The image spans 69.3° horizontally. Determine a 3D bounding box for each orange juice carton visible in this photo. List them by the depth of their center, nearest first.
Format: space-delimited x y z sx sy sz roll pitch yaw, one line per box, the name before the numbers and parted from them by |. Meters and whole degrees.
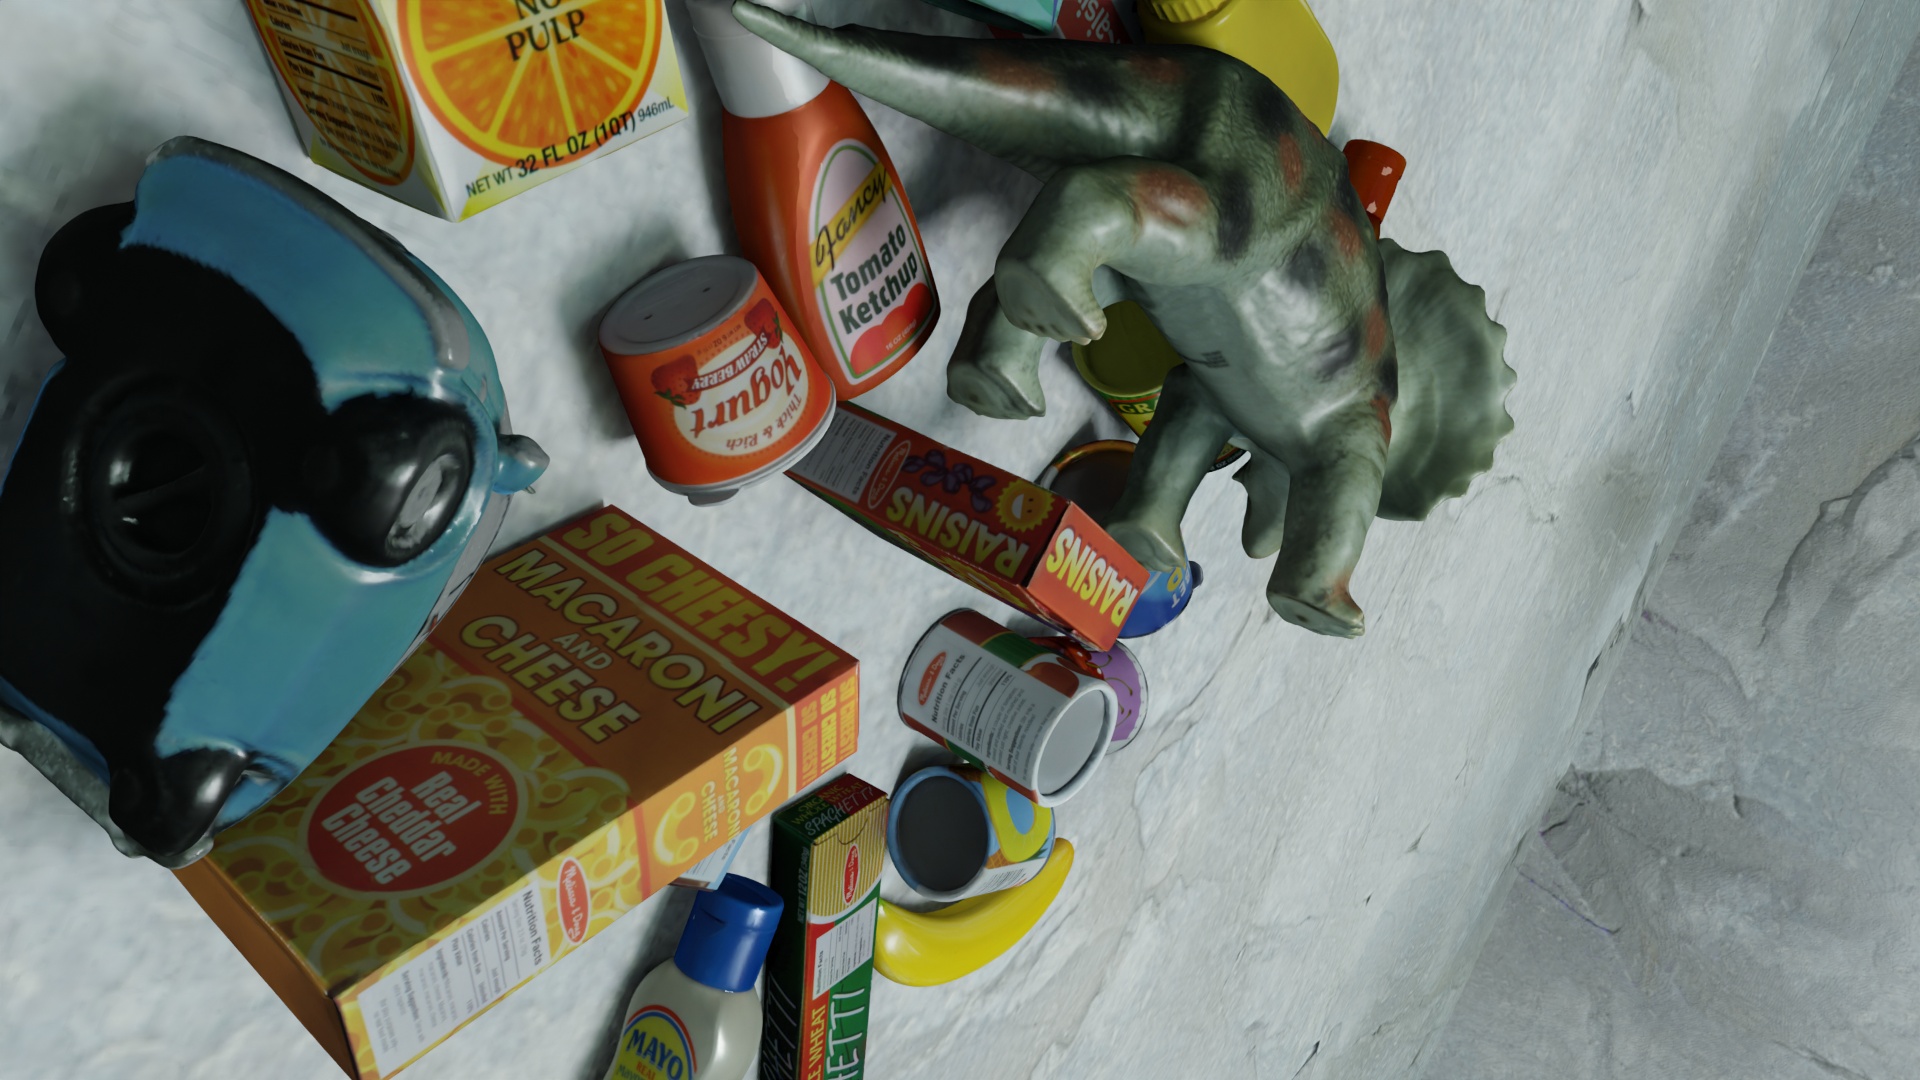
orange juice carton | -0.127 -0.175 0.297 0.072 0.073 0.191 -38 138 -33

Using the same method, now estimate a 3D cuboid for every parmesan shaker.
parmesan shaker | 0.107 -0.081 0.682 0.071 0.071 0.103 -61 146 -5

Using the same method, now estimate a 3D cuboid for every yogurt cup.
yogurt cup | -0.081 -0.056 0.450 0.073 0.072 0.053 -45 134 -26

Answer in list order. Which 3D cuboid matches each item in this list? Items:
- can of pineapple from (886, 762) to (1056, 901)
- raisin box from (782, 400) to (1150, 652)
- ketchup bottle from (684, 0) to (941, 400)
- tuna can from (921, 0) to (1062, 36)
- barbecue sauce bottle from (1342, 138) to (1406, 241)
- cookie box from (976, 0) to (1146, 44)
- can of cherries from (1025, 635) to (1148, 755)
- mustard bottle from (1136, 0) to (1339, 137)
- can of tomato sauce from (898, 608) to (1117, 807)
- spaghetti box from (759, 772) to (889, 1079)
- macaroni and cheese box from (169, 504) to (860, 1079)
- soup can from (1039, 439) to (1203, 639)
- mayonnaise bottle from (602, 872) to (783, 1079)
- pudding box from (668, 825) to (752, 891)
can of pineapple | 0.005 0.142 0.696 0.058 0.071 0.071 8 105 -55
raisin box | 0.002 -0.007 0.539 0.040 0.123 0.086 -61 147 -6
ketchup bottle | -0.050 -0.120 0.466 0.065 0.043 0.148 -47 142 -24
tuna can | 0.007 -0.196 0.471 0.071 0.071 0.032 -3 116 -53
barbecue sauce bottle | 0.208 -0.152 0.790 0.065 0.044 0.148 -50 162 -87
cookie box | 0.081 -0.247 0.566 0.167 0.040 0.122 -61 147 -7
can of cherries | 0.055 0.079 0.724 0.058 0.071 0.071 3 109 -54
mustard bottle | 0.104 -0.200 0.544 0.065 0.049 0.160 -62 147 -1
can of tomato sauce | 0.024 0.079 0.663 0.071 0.083 0.070 -32 135 -38
spaghetti box | -0.070 0.229 0.682 0.050 0.029 0.248 -23 129 -45
macaroni and cheese box | -0.130 0.059 0.401 0.167 0.124 0.040 -30 137 -40
soup can | 0.082 -0.001 0.701 0.071 0.071 0.083 -49 144 -21
mayonnaise bottle | -0.117 0.215 0.581 0.041 0.065 0.148 20 91 -59
pudding box | -0.100 0.094 0.551 0.049 0.030 0.084 34 83 -55
